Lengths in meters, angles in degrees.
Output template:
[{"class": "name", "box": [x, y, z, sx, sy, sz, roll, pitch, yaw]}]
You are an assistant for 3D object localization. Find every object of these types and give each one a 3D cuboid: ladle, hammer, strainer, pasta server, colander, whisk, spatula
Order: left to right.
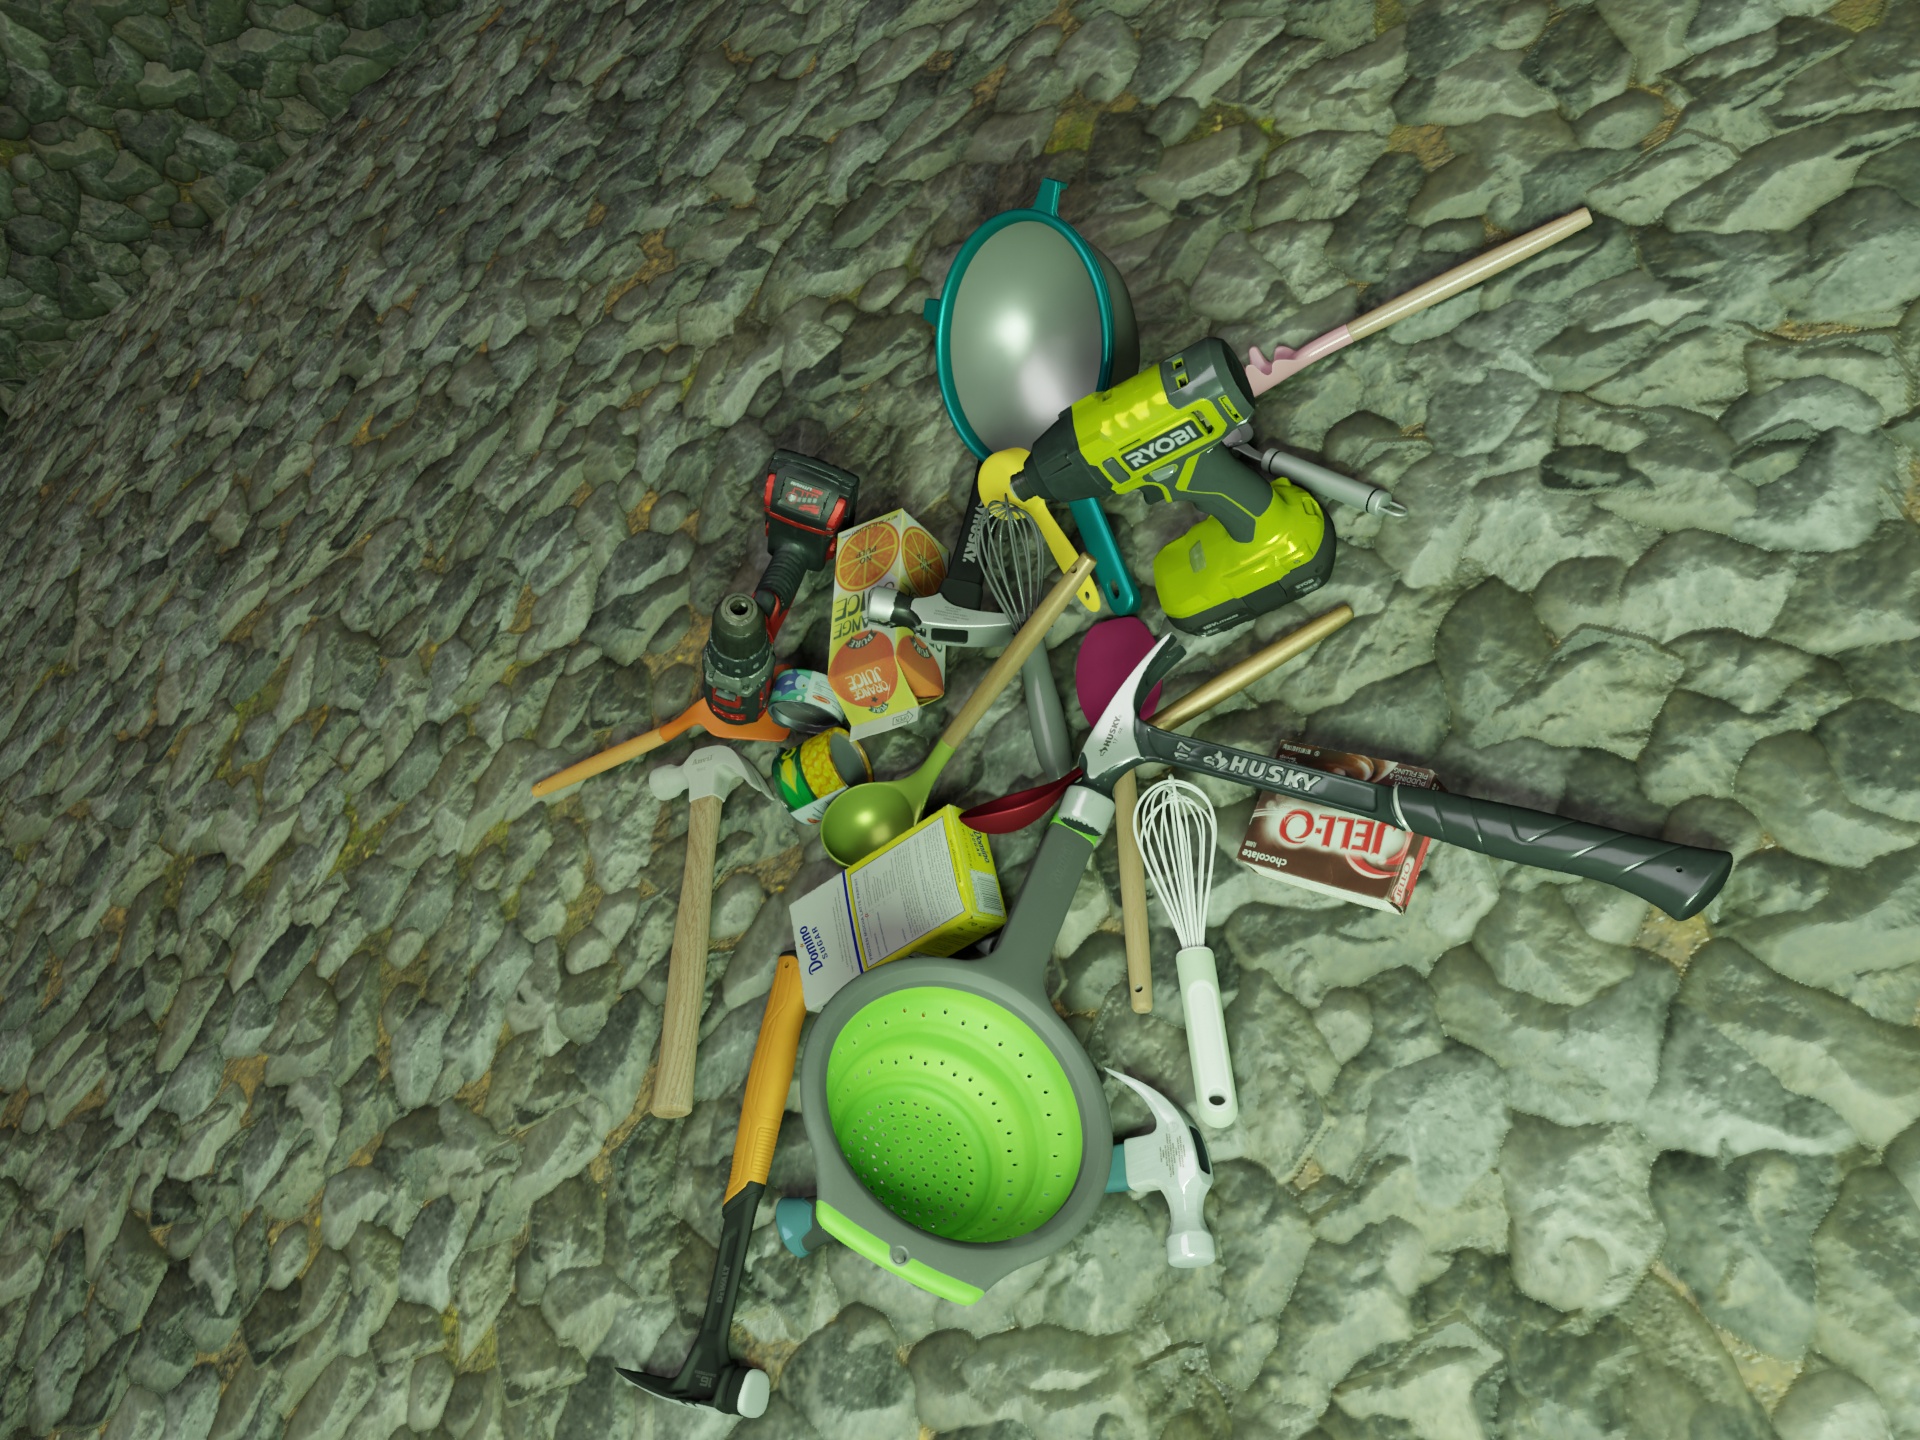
[{"class": "spatula", "box": [-0.288, 0.024, 1.495, 0.322, 0.041, 0.081, -21, 54, 32]}, {"class": "hammer", "box": [-0.225, 0.170, 1.349, 0.130, 0.031, 0.332, -18, 55, 30]}, {"class": "hammer", "box": [-0.163, 0.336, 1.198, 0.127, 0.034, 0.337, -6, 61, 35]}, {"class": "ladle", "box": [-0.002, -0.004, 1.205, 0.320, 0.062, 0.078, -53, 54, 25]}, {"class": "colander", "box": [0.012, 0.208, 1.053, 0.094, 0.204, 0.397, -59, 2, 44]}, {"class": "hammer", "box": [0.013, 0.318, 1.066, 0.331, 0.033, 0.128, -18, 54, 27]}, {"class": "hammer", "box": [0.031, -0.202, 1.345, 0.146, 0.035, 0.335, 11, 58, 5]}, {"class": "whisk", "box": [0.054, -0.061, 1.218, 0.055, 0.055, 0.239, -18, 77, 29]}, {"class": "strainer", "box": [0.100, -0.247, 1.285, 0.211, 0.095, 0.340, -32, 75, 50]}, {"class": "ladle", "box": [0.141, 0.002, 1.136, 0.315, 0.031, 0.069, -31, 5, 5]}, {"class": "whisk", "box": [0.155, 0.148, 1.057, 0.058, 0.059, 0.247, -7, 61, 3]}, {"class": "strainer", "box": [0.230, -0.198, 1.210, 0.259, 0.087, 0.050, 32, 131, 39]}, {"class": "hammer", "box": [0.259, 0.046, 0.991, 0.409, 0.036, 0.149, 14, 73, 35]}, {"class": "pasta server", "box": [0.320, -0.315, 1.214, 0.316, 0.040, 0.060, -23, 19, 23]}]

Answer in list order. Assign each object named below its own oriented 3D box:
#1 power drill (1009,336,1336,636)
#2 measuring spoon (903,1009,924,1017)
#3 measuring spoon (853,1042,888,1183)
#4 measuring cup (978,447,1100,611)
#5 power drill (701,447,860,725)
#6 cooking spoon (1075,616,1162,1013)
[{"class": "power drill", "box": [0.154, -0.155, 1.115, 0.171, 0.223, 0.080, -25, 51, 25]}, {"class": "measuring spoon", "box": [-0.054, 0.203, 1.208, 0.117, 0.011, 0.021, 33, 87, 45]}, {"class": "measuring spoon", "box": [-0.069, 0.290, 1.162, 0.034, 0.018, 0.124, -27, 51, 22]}, {"class": "measuring cup", "box": [0.062, -0.148, 1.260, 0.157, 0.029, 0.062, 60, 139, 18]}, {"class": "power drill", "box": [-0.162, -0.122, 1.374, 0.080, 0.187, 0.227, 20, 66, 1]}, {"class": "cooking spoon", "box": [0.121, 0.058, 1.152, 0.069, 0.017, 0.319, -13, 58, 19]}]
